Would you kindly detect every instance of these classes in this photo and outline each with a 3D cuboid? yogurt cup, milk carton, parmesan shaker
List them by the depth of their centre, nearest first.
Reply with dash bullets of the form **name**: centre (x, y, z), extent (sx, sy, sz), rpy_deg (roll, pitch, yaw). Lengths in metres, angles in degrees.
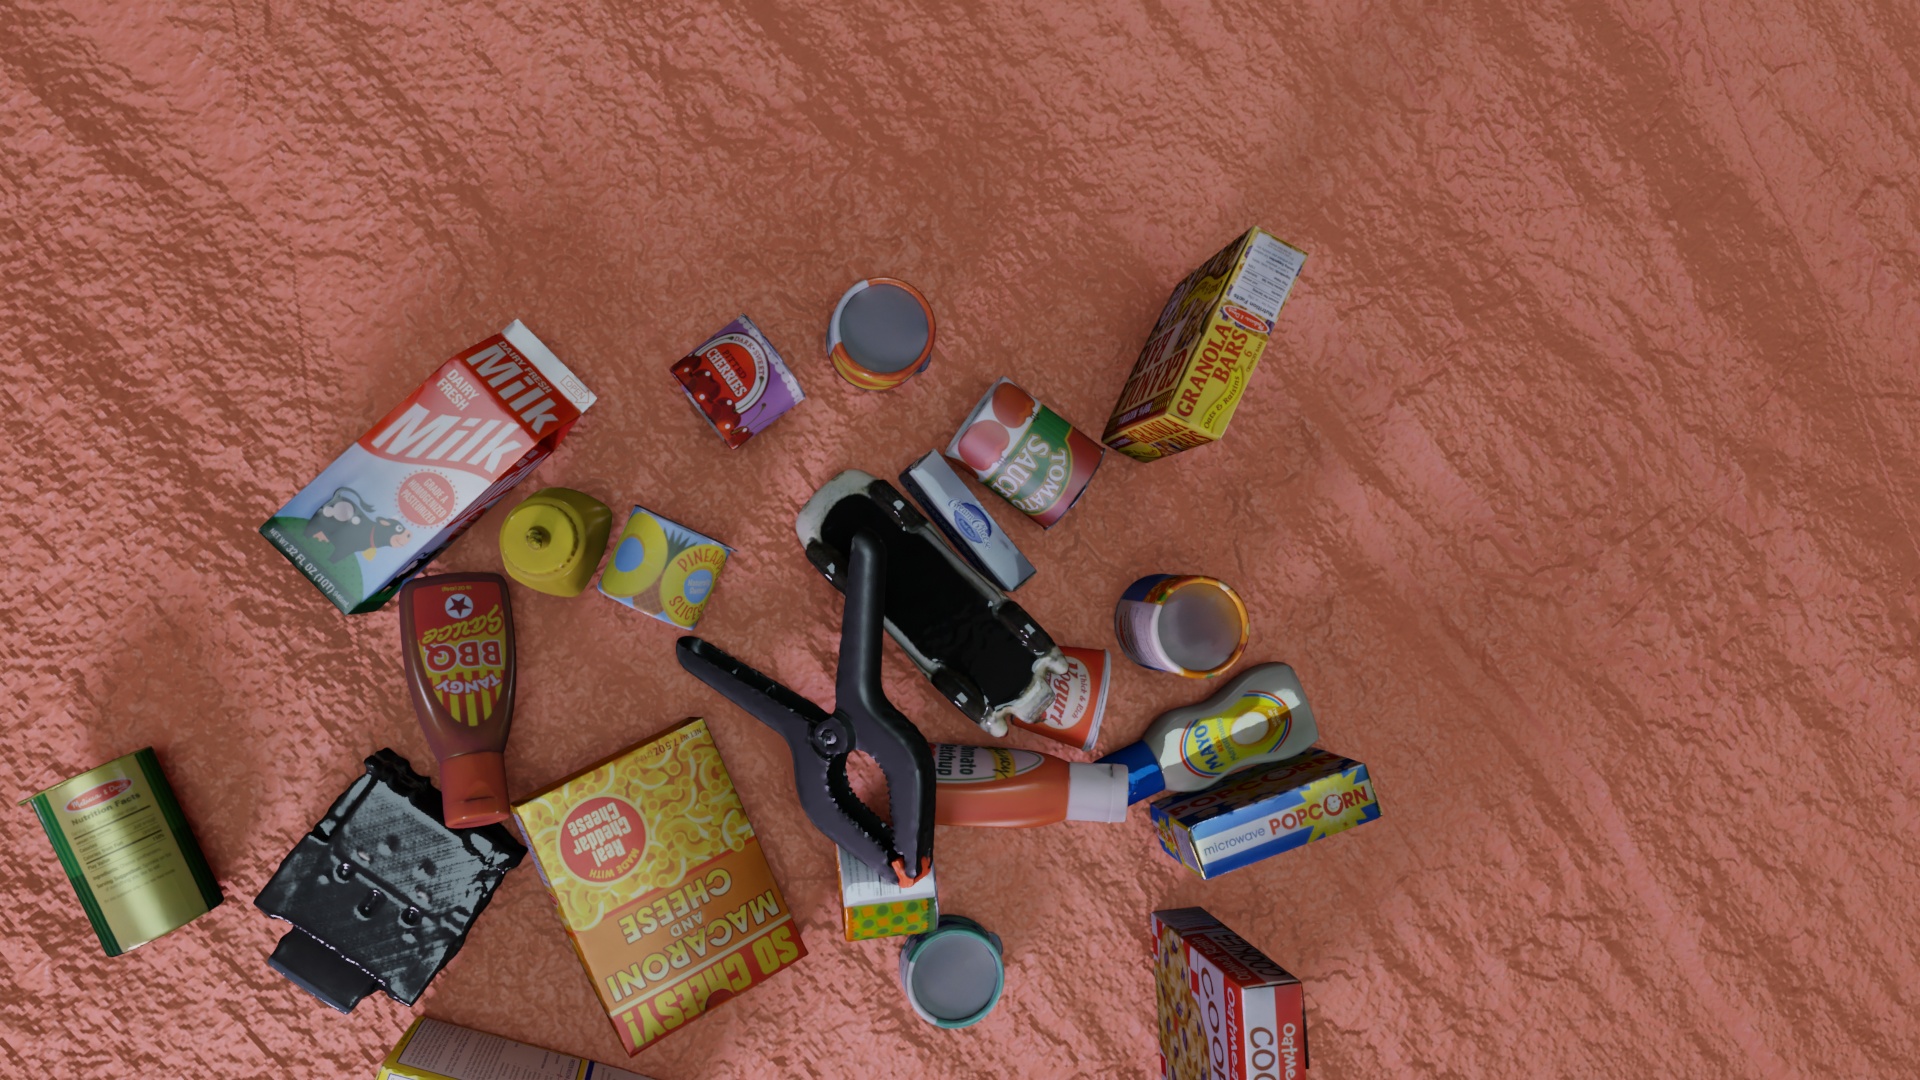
- **parmesan shaker**: centre (-0.486, 0.182, 0.808), extent (0.071, 0.071, 0.103), rpy_deg (-24, 93, -9)
- **milk carton**: centre (-0.314, -0.046, 0.838), extent (0.191, 0.073, 0.072), rpy_deg (-45, 96, -8)
- **yogurt cup**: centre (0.064, 0.099, 0.903), extent (0.054, 0.072, 0.072), rpy_deg (13, 87, -1)

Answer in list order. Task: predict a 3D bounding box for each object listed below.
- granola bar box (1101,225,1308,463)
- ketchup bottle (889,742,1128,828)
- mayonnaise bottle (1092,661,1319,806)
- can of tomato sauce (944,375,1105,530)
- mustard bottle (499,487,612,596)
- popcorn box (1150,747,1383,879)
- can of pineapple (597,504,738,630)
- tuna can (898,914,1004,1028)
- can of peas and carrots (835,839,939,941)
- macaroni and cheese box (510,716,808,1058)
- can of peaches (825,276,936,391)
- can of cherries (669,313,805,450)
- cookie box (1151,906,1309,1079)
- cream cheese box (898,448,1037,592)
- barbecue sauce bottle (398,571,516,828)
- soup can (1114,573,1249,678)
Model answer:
- **granola bar box**: centre (0.147, -0.117, 0.869), extent (0.039, 0.165, 0.124), rpy_deg (27, 85, -6)
- **ketchup bottle**: centre (0.031, 0.157, 0.882), extent (0.149, 0.065, 0.043), rpy_deg (3, 110, 2)
- **mayonnaise bottle**: centre (0.162, 0.135, 0.928), extent (0.148, 0.041, 0.064), rpy_deg (-23, 93, -8)
- **can of tomato sauce**: centre (0.041, -0.056, 0.899), extent (0.083, 0.071, 0.071), rpy_deg (36, 84, -6)
- **mustard bottle**: centre (-0.237, -0.001, 0.806), extent (0.049, 0.160, 0.065), rpy_deg (21, 85, -7)
- **popcorn box**: centre (0.197, 0.177, 0.911), extent (0.127, 0.085, 0.038), rpy_deg (-17, 91, -9)
- **can of pineapple**: centre (-0.182, 0.017, 0.861), extent (0.071, 0.071, 0.058), rpy_deg (25, 86, -8)
- **tuna can**: centre (-0.003, 0.279, 0.902), extent (0.071, 0.033, 0.071), rpy_deg (0, 89, -9)
- **can of peas and carrots**: centre (-0.047, 0.219, 0.881), extent (0.059, 0.071, 0.071), rpy_deg (-5, 90, -9)
- **macaroni and cheese box**: centre (-0.184, 0.210, 0.856), extent (0.124, 0.040, 0.166), rpy_deg (-25, 93, -24)
- **can of peaches**: centre (-0.049, -0.131, 0.891), extent (0.071, 0.058, 0.071), rpy_deg (0, 89, -9)
- **can of cherries**: centre (-0.140, -0.099, 0.869), extent (0.058, 0.071, 0.071), rpy_deg (-37, 95, -8)
- **cookie box**: centre (0.166, 0.310, 0.861), extent (0.040, 0.167, 0.123), rpy_deg (-3, 90, -10)
- **cream cheese box**: centre (0.003, -0.011, 0.900), extent (0.024, 0.053, 0.104), rpy_deg (-41, 95, -10)
- **barbecue sauce bottle**: centre (-0.296, 0.095, 0.830), extent (0.065, 0.043, 0.149), rpy_deg (-3, 71, -27)
- **soup can**: centre (0.146, 0.054, 0.906), extent (0.071, 0.083, 0.071), rpy_deg (0, 89, -10)
